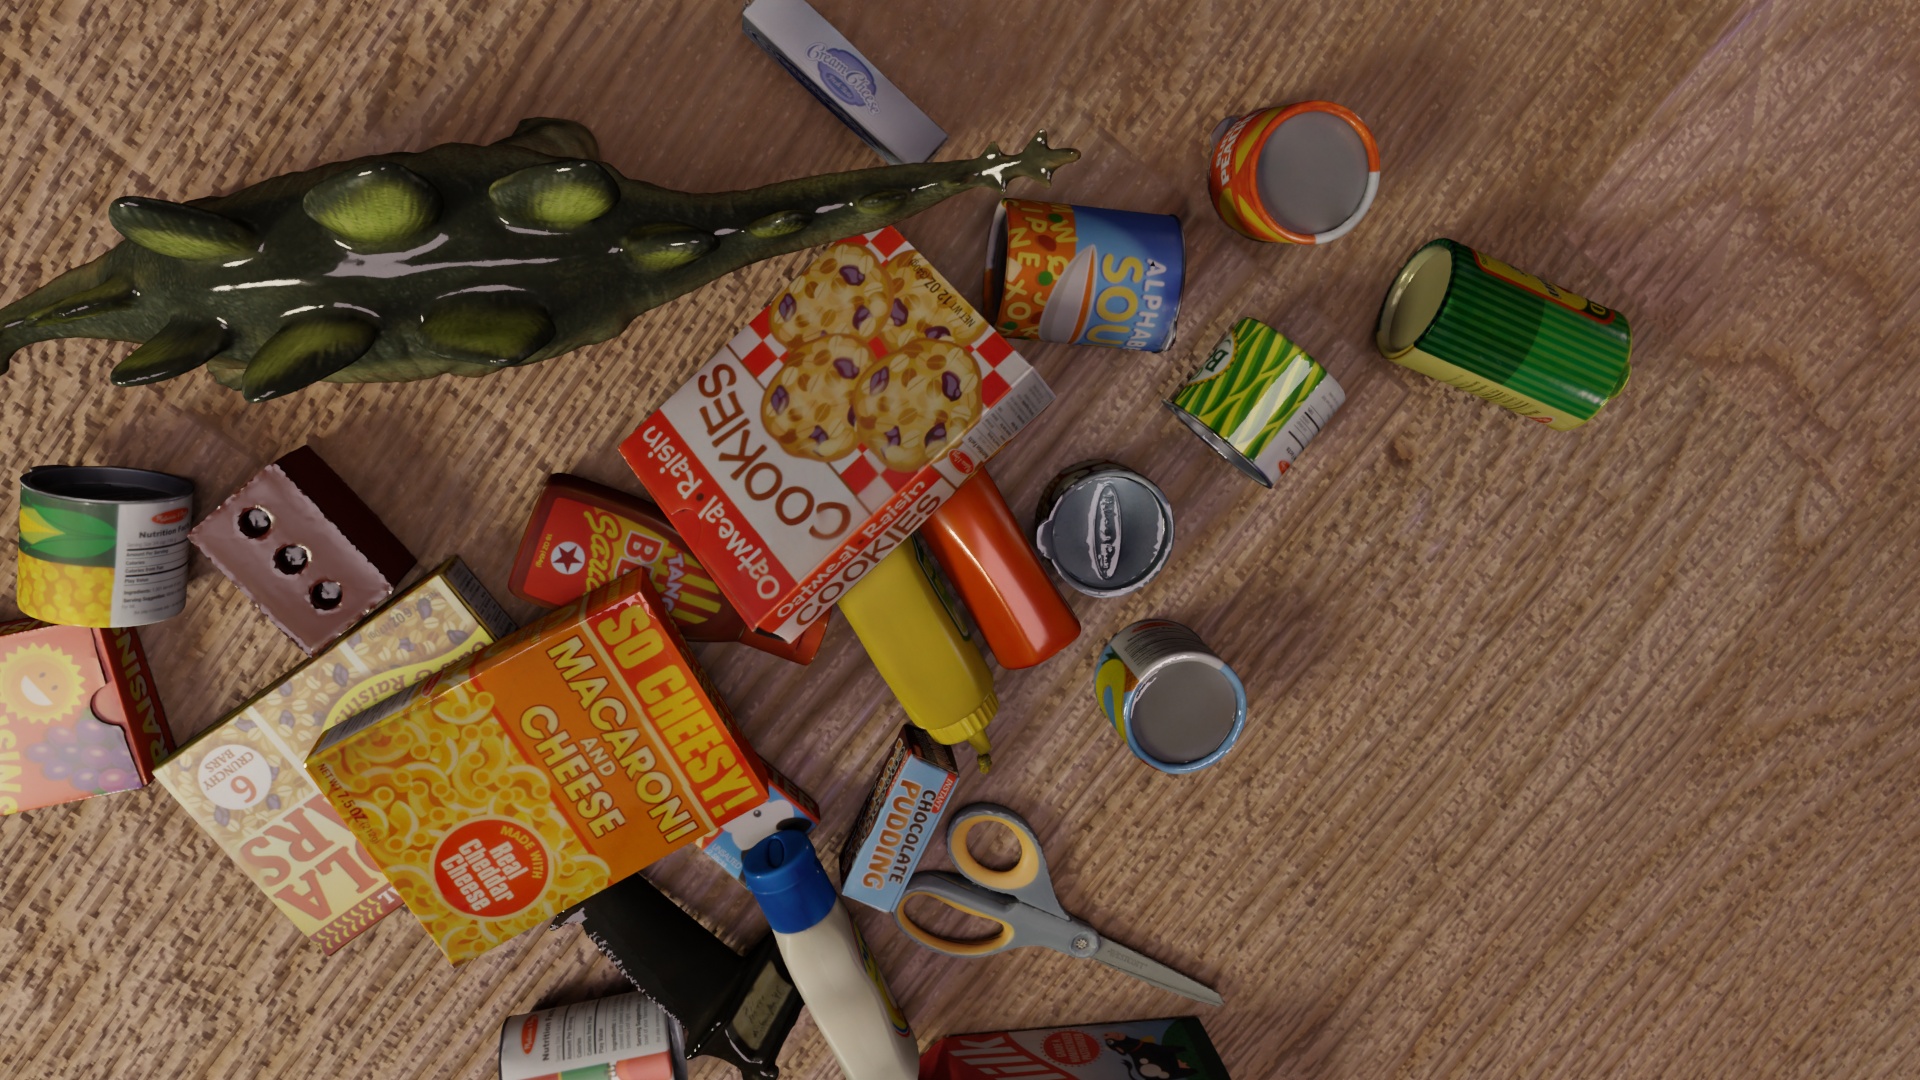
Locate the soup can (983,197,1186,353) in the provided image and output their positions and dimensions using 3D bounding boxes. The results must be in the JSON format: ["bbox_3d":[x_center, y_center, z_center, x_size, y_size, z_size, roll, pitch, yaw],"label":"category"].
[{"bbox_3d":[0.057,-0.123,0.658,0.084,0.071,0.071,4,102,-9],"label":"soup can"}]

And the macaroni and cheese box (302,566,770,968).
[{"bbox_3d":[-0.192,0.104,0.646,0.166,0.040,0.123,-28,109,-2],"label":"macaroni and cheese box"}]

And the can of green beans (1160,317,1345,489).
[{"bbox_3d":[0.146,-0.068,0.687,0.071,0.071,0.058,38,94,-15],"label":"can of green beans"}]

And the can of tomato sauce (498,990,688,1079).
[{"bbox_3d":[-0.186,0.271,0.713,0.083,0.071,0.071,-10,104,-7],"label":"can of tomato sauce"}]

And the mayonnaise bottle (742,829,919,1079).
[{"bbox_3d":[-0.066,0.216,0.712,0.041,0.065,0.147,-24,113,-4],"label":"mayonnaise bottle"}]

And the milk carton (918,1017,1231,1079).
[{"bbox_3d":[0.048,0.317,0.755,0.191,0.073,0.072,-2,103,-8],"label":"milk carton"}]

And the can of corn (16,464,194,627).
[{"bbox_3d":[-0.384,0.001,0.621,0.071,0.071,0.058,8,102,-10],"label":"can of corn"}]

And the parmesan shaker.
[{"bbox_3d":[0.272,-0.103,0.696,0.103,0.071,0.071,20,99,-13],"label":"parmesan shaker"}]

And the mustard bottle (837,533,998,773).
[{"bbox_3d":[-0.020,0.051,0.692,0.049,0.065,0.159,-29,111,2],"label":"mustard bottle"}]

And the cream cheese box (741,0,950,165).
[{"bbox_3d":[-0.053,-0.209,0.631,0.103,0.053,0.024,40,93,-15],"label":"cream cheese box"}]

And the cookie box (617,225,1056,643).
[{"bbox_3d":[-0.060,-0.054,0.636,0.167,0.040,0.123,-43,64,3],"label":"cookie box"}]

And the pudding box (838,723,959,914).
[{"bbox_3d":[-0.032,0.143,0.715,0.030,0.050,0.083,25,98,-12],"label":"pudding box"}]

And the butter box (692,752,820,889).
[{"bbox_3d":[-0.126,0.127,0.710,0.053,0.024,0.103,-45,105,4],"label":"butter box"}]

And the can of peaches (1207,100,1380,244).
[{"bbox_3d":[0.158,-0.177,0.668,0.071,0.058,0.071,-2,104,-9],"label":"can of peaches"}]

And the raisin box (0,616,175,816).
[{"bbox_3d":[-0.445,0.082,0.643,0.123,0.040,0.086,-11,103,-7],"label":"raisin box"}]

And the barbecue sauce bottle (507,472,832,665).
[{"bbox_3d":[-0.137,0.020,0.675,0.148,0.044,0.064,21,99,-13],"label":"barbecue sauce bottle"}]

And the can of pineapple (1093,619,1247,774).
[{"bbox_3d":[0.108,0.082,0.719,0.071,0.058,0.070,-2,103,-9],"label":"can of pineapple"}]

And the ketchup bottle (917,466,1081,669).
[{"bbox_3d":[0.002,-0.009,0.682,0.043,0.064,0.148,-33,97,-13],"label":"ketchup bottle"}]

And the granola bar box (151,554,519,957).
[{"bbox_3d":[-0.276,0.105,0.674,0.165,0.039,0.124,-35,106,0],"label":"granola bar box"}]

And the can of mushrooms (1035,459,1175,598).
[{"bbox_3d":[0.070,-0.007,0.706,0.071,0.033,0.071,-2,104,-9],"label":"can of mushrooms"}]
